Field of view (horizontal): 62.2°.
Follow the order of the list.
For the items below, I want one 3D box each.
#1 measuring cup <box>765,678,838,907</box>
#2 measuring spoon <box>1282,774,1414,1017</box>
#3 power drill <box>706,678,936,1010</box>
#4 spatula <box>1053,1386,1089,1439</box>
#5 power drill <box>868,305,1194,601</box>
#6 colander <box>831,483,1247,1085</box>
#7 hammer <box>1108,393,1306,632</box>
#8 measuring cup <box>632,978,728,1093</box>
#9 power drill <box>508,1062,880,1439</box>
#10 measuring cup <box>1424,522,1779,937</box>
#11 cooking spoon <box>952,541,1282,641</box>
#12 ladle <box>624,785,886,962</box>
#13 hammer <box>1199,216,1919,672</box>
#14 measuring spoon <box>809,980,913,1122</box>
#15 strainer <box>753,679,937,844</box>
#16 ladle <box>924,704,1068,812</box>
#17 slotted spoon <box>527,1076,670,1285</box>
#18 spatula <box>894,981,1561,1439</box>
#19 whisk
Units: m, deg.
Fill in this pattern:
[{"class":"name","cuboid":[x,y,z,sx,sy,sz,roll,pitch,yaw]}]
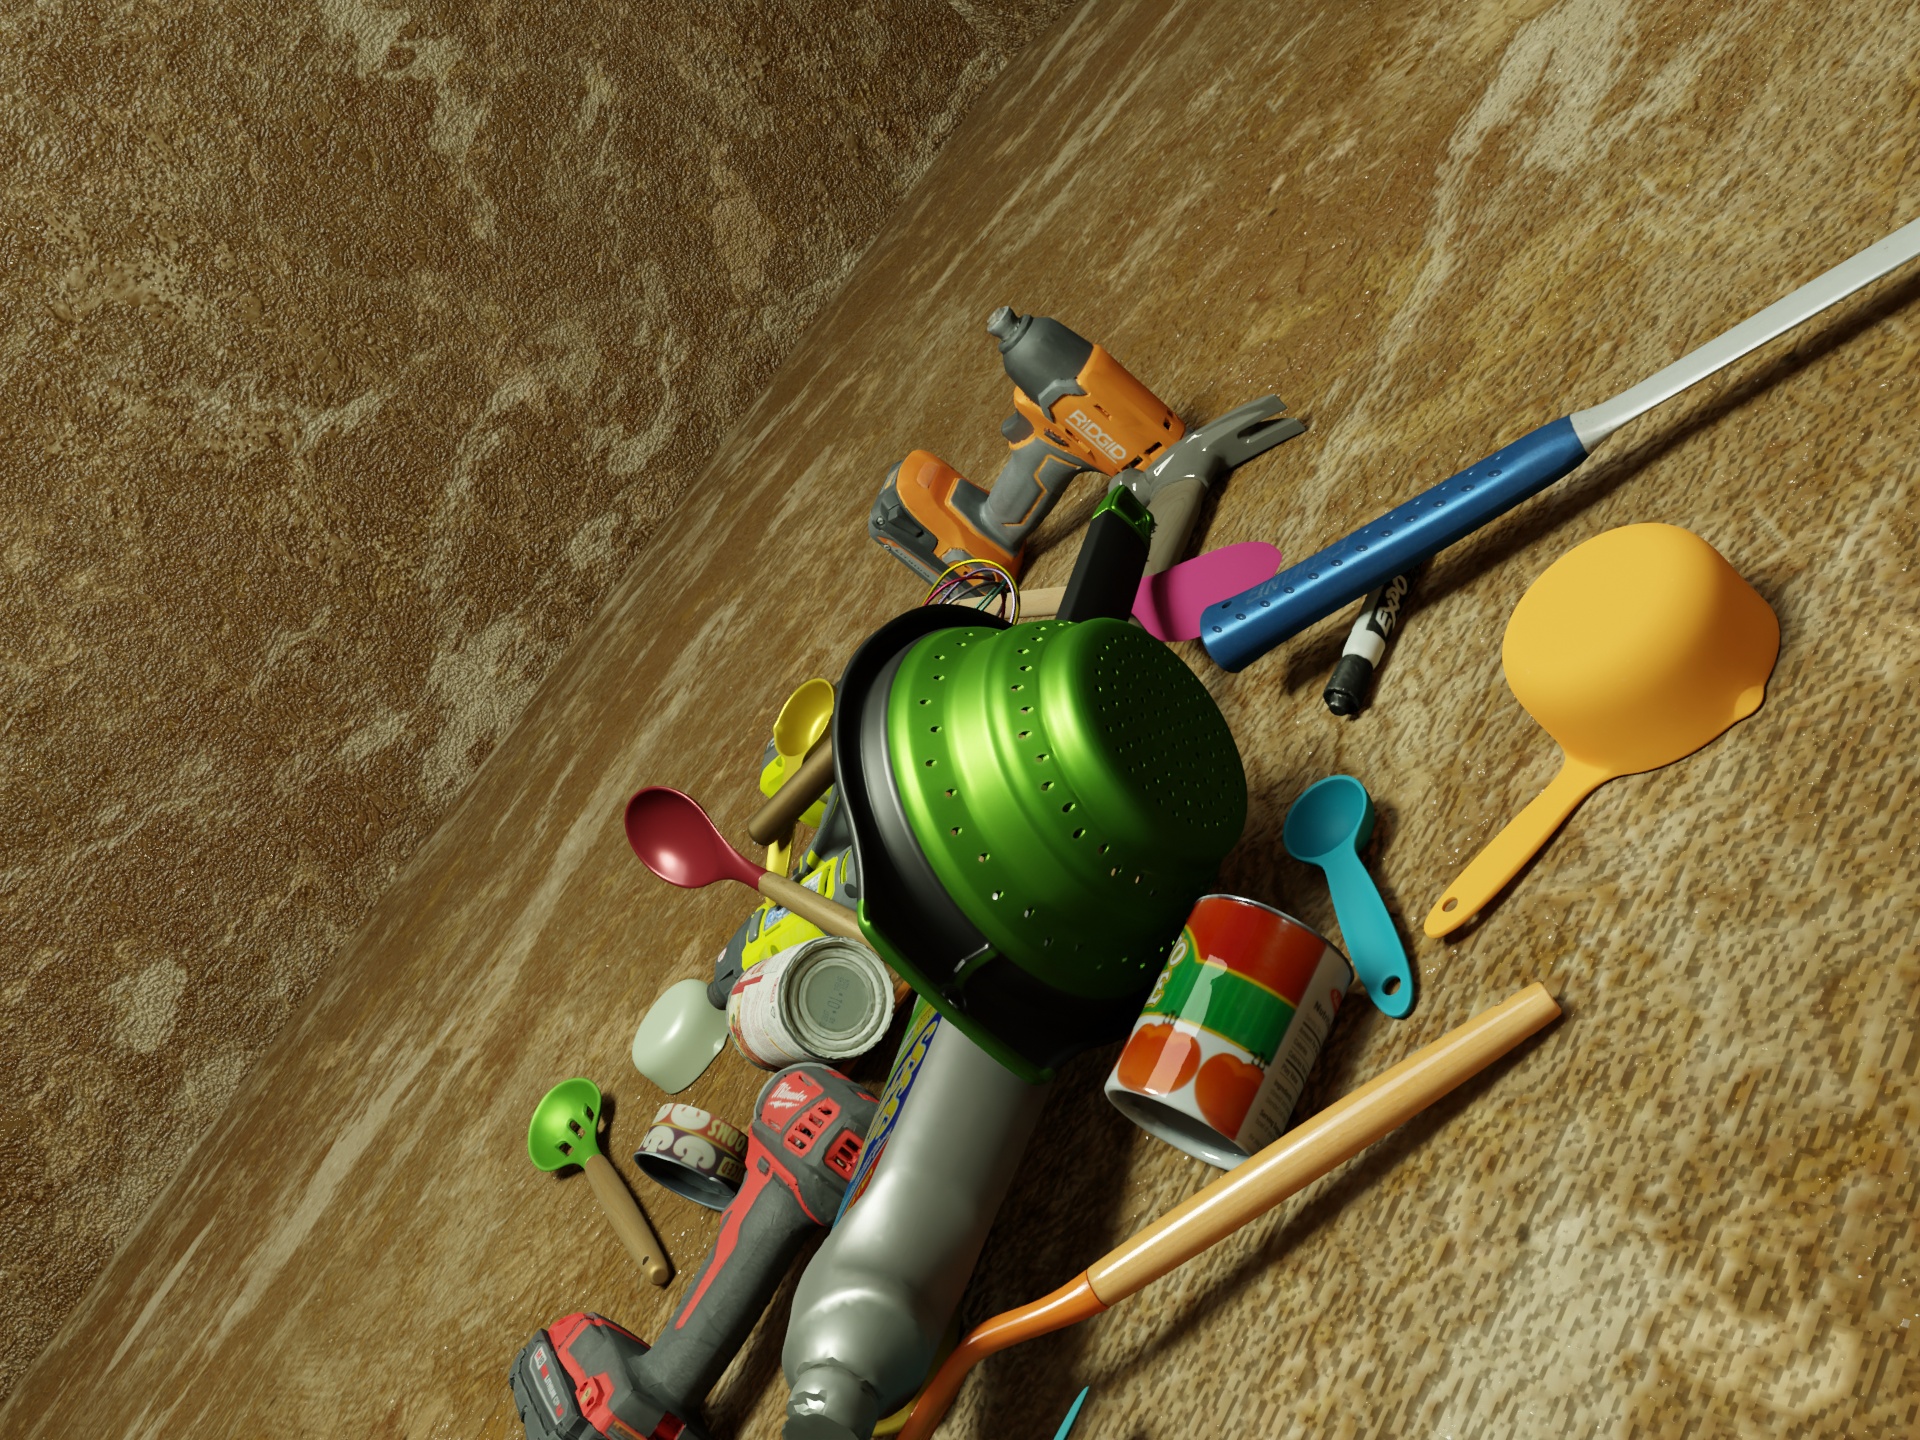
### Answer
[{"class":"measuring cup","cuboid":[-0.098,0.048,1.010,0.062,0.029,0.157,-17,56,42]},{"class":"measuring spoon","cuboid":[0.162,0.072,0.635,0.042,0.021,0.129,-39,32,23]},{"class":"power drill","cuboid":[-0.093,0.084,1.055,0.171,0.080,0.223,-36,28,32]},{"class":"spatula","cuboid":[-0.061,0.340,0.589,0.317,0.044,0.082,-40,-1,31]},{"class":"power drill","cuboid":[0.034,-0.189,1.138,0.226,0.164,0.084,-34,26,42]},{"class":"colander","cuboid":[0.072,-0.023,0.728,0.094,0.204,0.397,-34,20,35]},{"class":"hammer","cuboid":[0.092,-0.027,0.918,0.146,0.038,0.411,-24,33,48]},{"class":"measuring cup","cuboid":[-0.173,0.177,1.108,0.083,0.038,0.168,-14,43,58]},{"class":"power drill","cuboid":[-0.119,0.269,0.791,0.220,0.078,0.143,-52,20,-12]},{"class":"measuring cup","cuboid":[0.215,0.002,0.581,0.173,0.052,0.095,-48,20,0]},{"class":"cooking spoon","cuboid":[0.076,-0.073,0.946,0.069,0.017,0.319,-56,25,-17]},{"class":"ladle","cuboid":[-0.099,0.103,0.935,0.031,0.069,0.316,-20,28,-40]},{"class":"hammer","cuboid":[0.272,-0.125,0.672,0.405,0.035,0.144,-32,27,32]},{"class":"measuring spoon","cuboid":[-0.048,0.179,0.890,0.117,0.011,0.021,-52,9,-15]},{"class":"strainer","cuboid":[-0.083,0.019,1.197,0.258,0.050,0.087,-45,13,31]},{"class":"ladle","cuboid":[-0.001,-0.003,0.919,0.078,0.062,0.320,-48,23,-6]},{"class":"slotted spoon","cuboid":[-0.234,0.302,1.040,0.070,0.031,0.314,-54,22,-11]},{"class":"spatula","cuboid":[0.073,0.193,0.554,0.322,0.041,0.081,-37,-13,10]},{"class":"whisk","cuboid":[-0.050,-0.007,0.931,0.245,0.047,0.051,-44,19,28]}]
